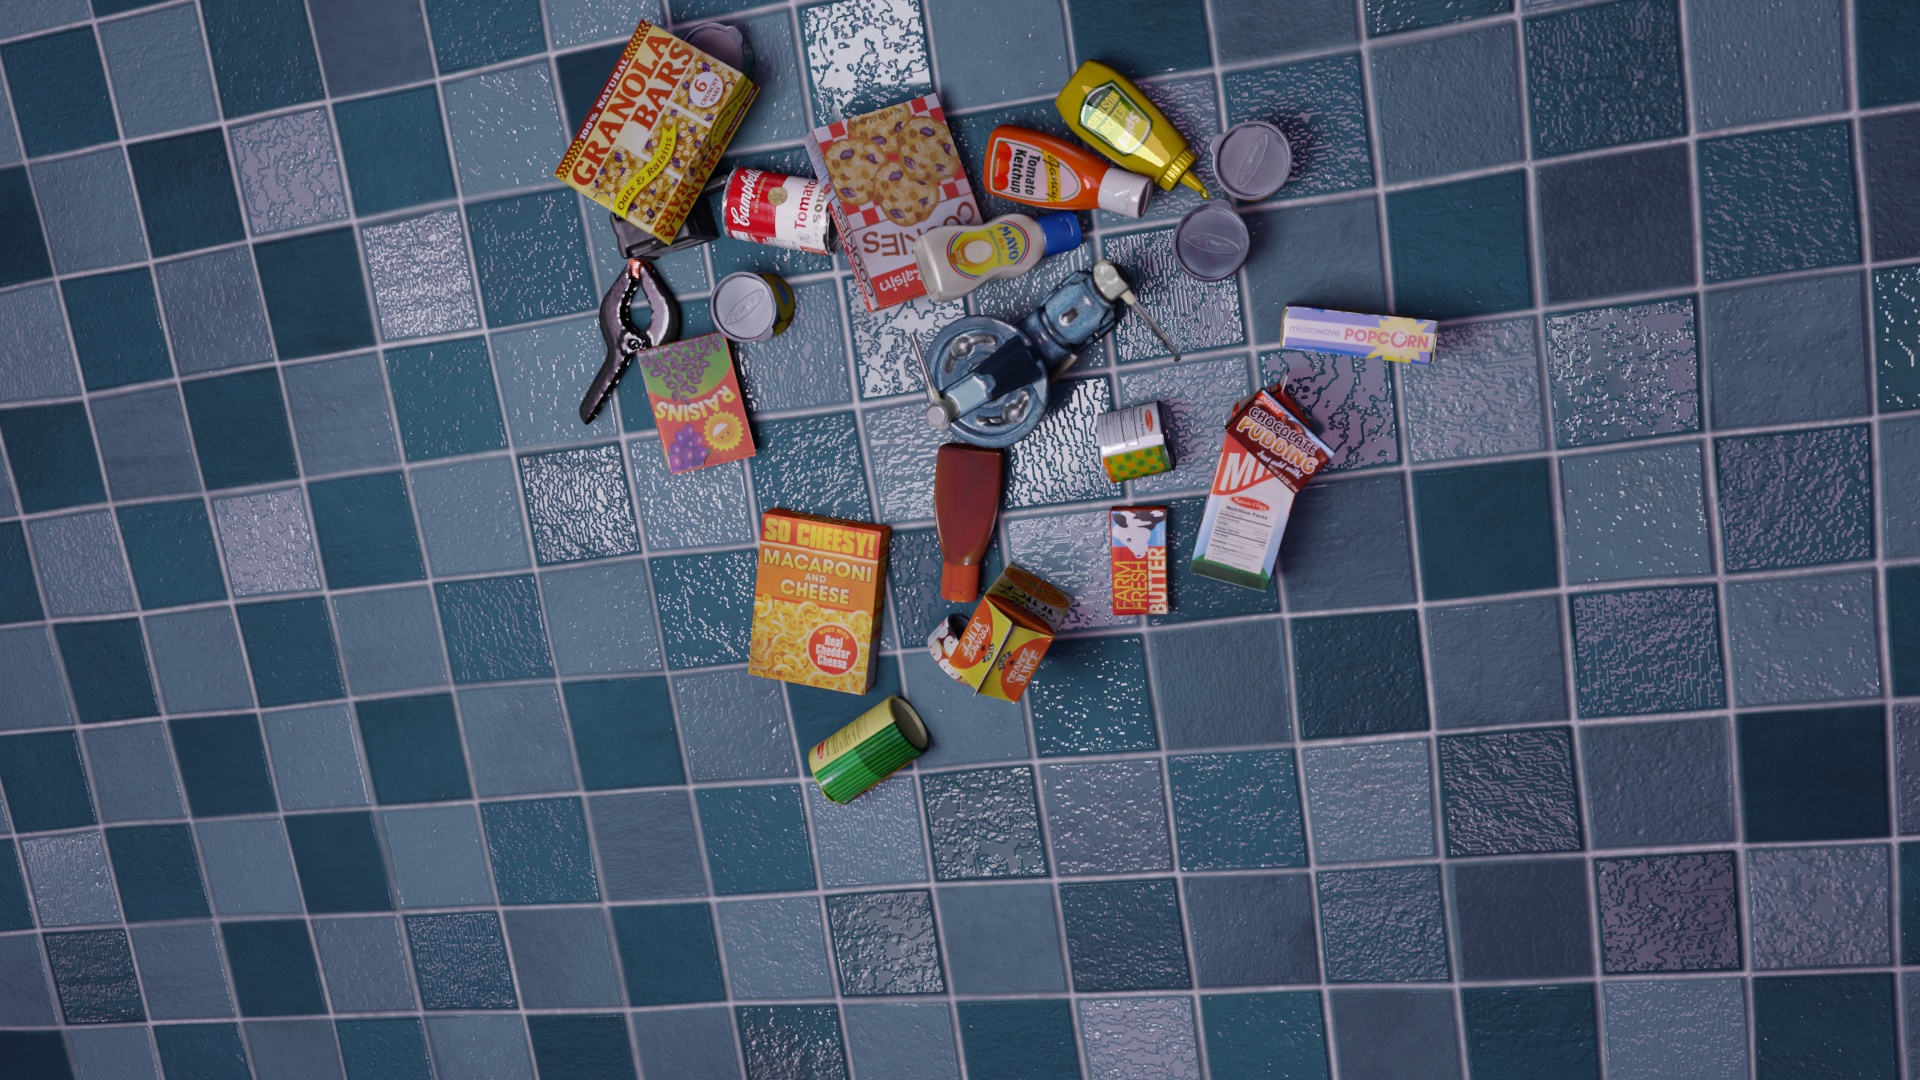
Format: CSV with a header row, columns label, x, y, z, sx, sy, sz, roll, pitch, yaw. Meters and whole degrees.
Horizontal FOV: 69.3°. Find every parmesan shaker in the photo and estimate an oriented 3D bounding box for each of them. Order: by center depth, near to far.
label,x,y,z,sx,sy,sz,roll,pitch,yaw
parmesan shaker,-0.089,0.209,1.372,0.103,0.071,0.071,-35,92,16

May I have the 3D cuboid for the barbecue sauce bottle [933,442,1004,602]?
label,x,y,z,sx,sy,sz,roll,pitch,yaw
barbecue sauce bottle,0.005,-0.017,1.323,0.065,0.044,0.148,7,103,11

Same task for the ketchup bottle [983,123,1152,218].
label,x,y,z,sx,sy,sz,roll,pitch,yaw
ketchup bottle,0.095,-0.321,1.229,0.149,0.044,0.064,20,125,19

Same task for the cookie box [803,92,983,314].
label,x,y,z,sx,sy,sz,roll,pitch,yaw
cookie box,-0.052,-0.303,1.251,0.123,0.040,0.167,-22,96,-18

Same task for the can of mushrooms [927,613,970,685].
label,x,y,z,sx,sy,sz,roll,pitch,yaw
can of mushrooms,0.004,0.107,1.334,0.071,0.071,0.033,45,107,1

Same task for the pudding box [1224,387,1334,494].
label,x,y,z,sx,sy,sz,roll,pitch,yaw
pudding box,0.272,-0.085,1.182,0.084,0.030,0.049,43,104,1

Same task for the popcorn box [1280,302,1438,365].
label,x,y,z,sx,sy,sz,roll,pitch,yaw
popcorn box,0.340,-0.179,1.197,0.127,0.085,0.038,8,102,11

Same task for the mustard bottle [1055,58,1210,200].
label,x,y,z,sx,sy,sz,roll,pitch,yaw
mustard bottle,0.159,-0.354,1.221,0.160,0.049,0.065,40,111,3

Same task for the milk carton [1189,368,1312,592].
label,x,y,z,sx,sy,sz,roll,pitch,yaw
milk carton,0.265,-0.059,1.244,0.073,0.072,0.190,16,104,8

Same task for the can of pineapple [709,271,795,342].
label,x,y,z,sx,sy,sz,roll,pitch,yaw
can of pineapple,-0.196,-0.221,1.319,0.071,0.058,0.071,2,102,12

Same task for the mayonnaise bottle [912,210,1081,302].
label,x,y,z,sx,sy,sz,roll,pitch,yaw
mayonnaise bottle,0.035,-0.260,1.235,0.148,0.041,0.064,-19,91,-18

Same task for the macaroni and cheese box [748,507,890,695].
label,x,y,z,sx,sy,sz,roll,pitch,yaw
macaroni and cheese box,-0.140,0.059,1.370,0.124,0.040,0.166,9,103,11

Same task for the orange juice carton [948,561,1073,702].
label,x,y,z,sx,sy,sz,roll,pitch,yaw
orange juice carton,0.045,0.085,1.255,0.073,0.193,0.071,30,105,4

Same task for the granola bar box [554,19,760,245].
label,x,y,z,sx,sy,sz,roll,pitch,yaw
granola bar box,-0.276,-0.371,1.259,0.124,0.039,0.165,32,94,18

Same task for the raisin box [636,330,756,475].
label,x,y,z,sx,sy,sz,roll,pitch,yaw
raisin box,-0.254,-0.133,1.338,0.086,0.040,0.123,-16,103,-14

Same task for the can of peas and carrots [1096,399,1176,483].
label,x,y,z,sx,sy,sz,roll,pitch,yaw
can of peas and carrots,0.160,-0.088,1.265,0.058,0.071,0.071,-12,98,15

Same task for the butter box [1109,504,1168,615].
label,x,y,z,sx,sy,sz,roll,pitch,yaw
butter box,0.168,0.019,1.304,0.053,0.024,0.103,-1,101,12

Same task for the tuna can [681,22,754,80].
label,x,y,z,sx,sy,sz,roll,pitch,yaw
tuna can,-0.226,-0.448,1.295,0.071,0.033,0.071,2,101,12

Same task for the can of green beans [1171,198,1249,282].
label,x,y,z,sx,sy,sz,roll,pitch,yaw
can of green beans,0.221,-0.261,1.221,0.071,0.058,0.071,2,101,12

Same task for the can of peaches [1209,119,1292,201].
label,x,y,z,sx,sy,sz,roll,pitch,yaw
can of peaches,0.251,-0.329,1.202,0.071,0.058,0.071,3,102,12
